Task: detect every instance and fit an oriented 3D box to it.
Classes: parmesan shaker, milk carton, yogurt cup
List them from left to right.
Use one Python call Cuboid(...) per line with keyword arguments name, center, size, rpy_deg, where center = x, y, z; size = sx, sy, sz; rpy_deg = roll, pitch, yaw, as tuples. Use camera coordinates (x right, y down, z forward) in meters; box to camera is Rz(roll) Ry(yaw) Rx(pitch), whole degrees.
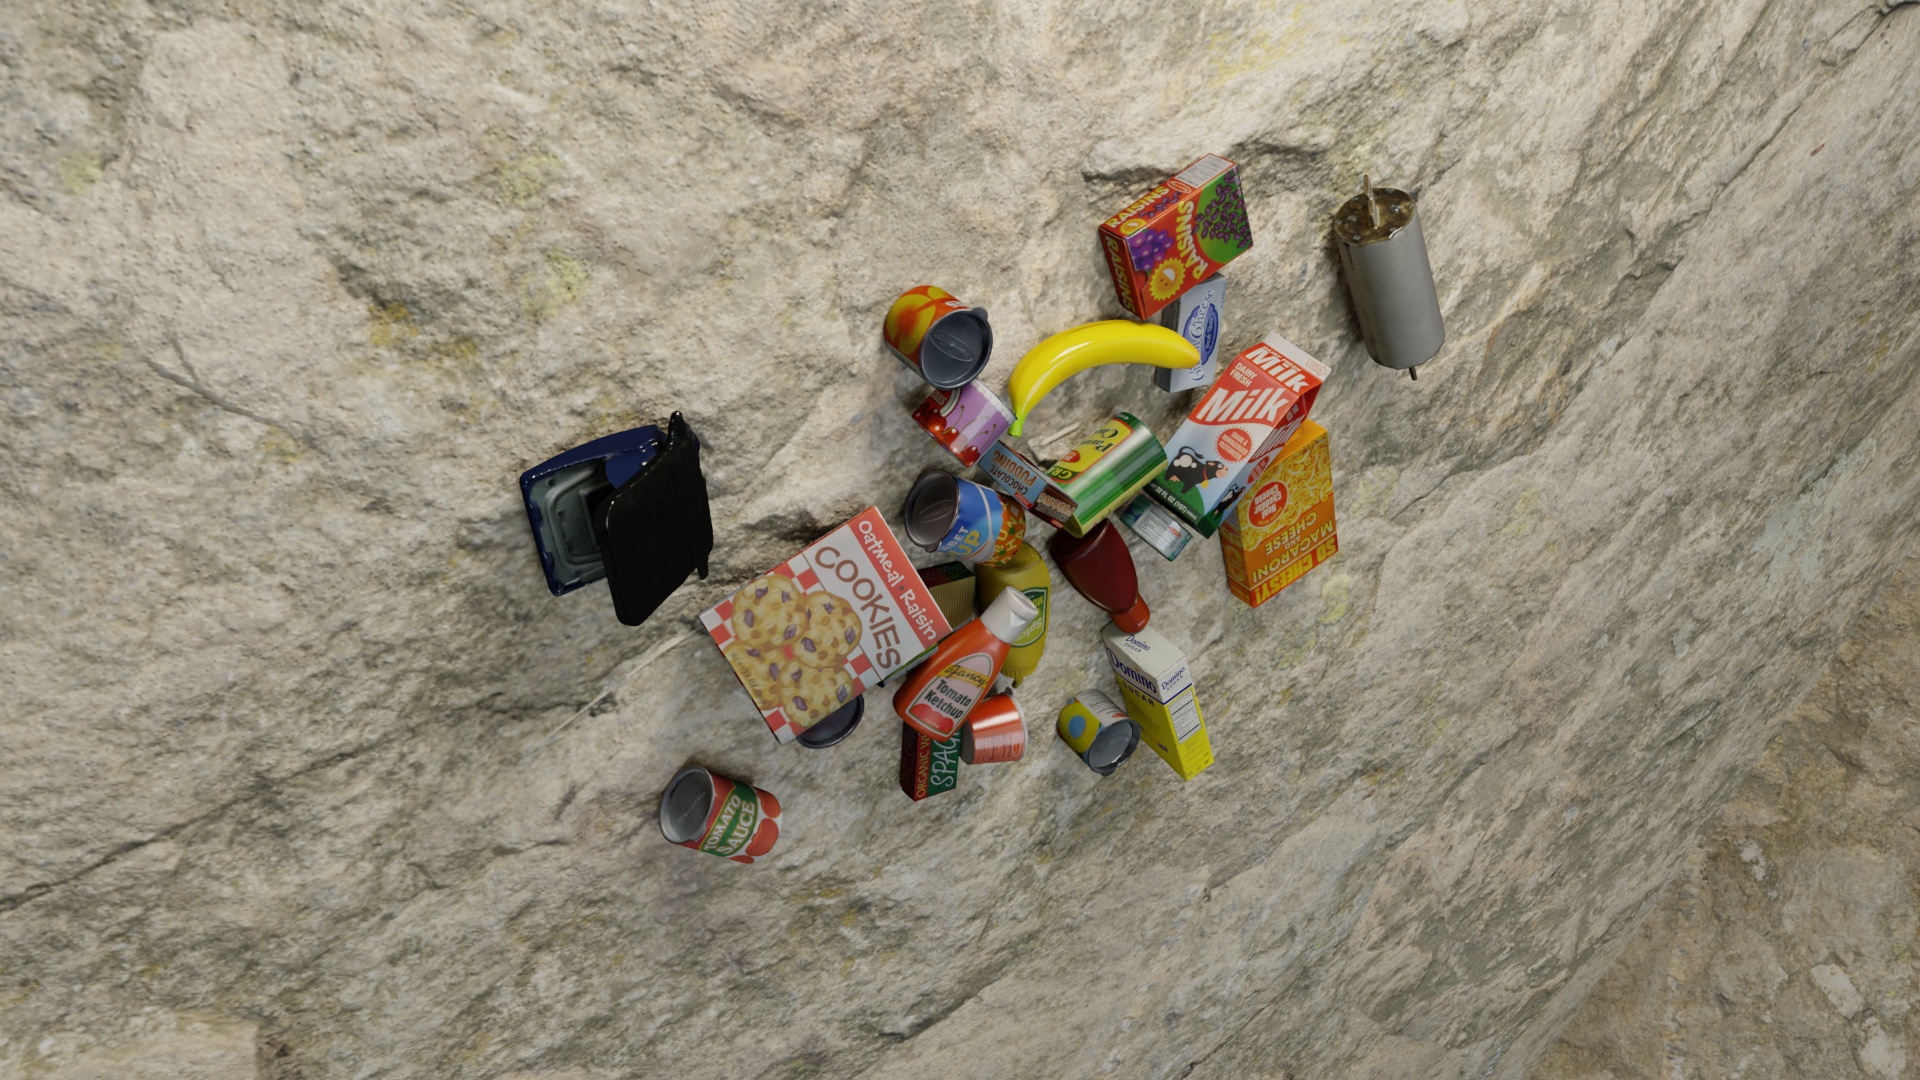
Cuboid(name="yogurt cup", center=(0.026, 0.182, 1.323), size=(0.054, 0.072, 0.072), rpy_deg=(-9, 123, -22))
Cuboid(name="parmesan shaker", center=(0.124, -0.059, 1.238), size=(0.103, 0.071, 0.071), rpy_deg=(-39, 134, -11))
Cuboid(name="milk carton", center=(0.256, -0.101, 1.286), size=(0.190, 0.072, 0.073), rpy_deg=(-52, 158, 3))

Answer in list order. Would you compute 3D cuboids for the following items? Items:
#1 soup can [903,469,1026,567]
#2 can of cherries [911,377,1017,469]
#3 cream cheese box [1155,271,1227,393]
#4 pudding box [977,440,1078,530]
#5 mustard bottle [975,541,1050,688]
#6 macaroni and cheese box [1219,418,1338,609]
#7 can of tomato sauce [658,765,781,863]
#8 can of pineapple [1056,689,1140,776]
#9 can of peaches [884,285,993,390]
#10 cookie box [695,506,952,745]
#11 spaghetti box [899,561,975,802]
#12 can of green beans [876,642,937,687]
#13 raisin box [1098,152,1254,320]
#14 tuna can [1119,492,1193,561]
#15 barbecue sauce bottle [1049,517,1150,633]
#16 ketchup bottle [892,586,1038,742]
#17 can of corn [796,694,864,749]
Cuboid(name="soup can", center=(0.004, -0.015, 1.173), size=(0.084, 0.071, 0.071), rpy_deg=(18, 106, -42))
Cuboid(name="can of cherries", center=(0.001, -0.101, 1.118), size=(0.058, 0.072, 0.071), rpy_deg=(-47, 135, 0))
Cuboid(name="cream cheese box", center=(0.206, -0.186, 1.242), size=(0.053, 0.024, 0.103), rpy_deg=(-17, 126, -26))
Cuboid(name="pudding box", center=(0.057, -0.048, 1.181), size=(0.049, 0.084, 0.030), rpy_deg=(28, 102, -44))
Cuboid(name="mustard bottle", center=(0.051, 0.078, 1.283), size=(0.065, 0.049, 0.159), rpy_deg=(-20, 128, -19))
Cuboid(name="macaroni and cheese box", center=(0.324, -0.027, 1.422), size=(0.124, 0.040, 0.165), rpy_deg=(-32, 132, -16))
Cuboid(name="can of tomato sauce", center=(-0.203, 0.236, 1.183), size=(0.083, 0.071, 0.071), rpy_deg=(32, 97, -45))
Cuboid(name="can of pineapple", center=(0.139, 0.196, 1.419), size=(0.071, 0.058, 0.070), rpy_deg=(-18, 127, -26))
Cuboid(name="can of peaches", center=(-0.016, -0.159, 1.072), size=(0.071, 0.058, 0.071), rpy_deg=(-18, 127, -26))
Cuboid(name="cookie box", center=(-0.108, 0.067, 1.123), size=(0.168, 0.040, 0.123), rpy_deg=(-33, 97, -15))
Cuboid(name="spaghetti box", center=(-0.022, 0.135, 1.280), size=(0.050, 0.029, 0.248), rpy_deg=(-14, 125, -28))
Cuboid(name="can of green beans", center=(-0.061, 0.083, 1.191), size=(0.058, 0.071, 0.071), rpy_deg=(-32, 132, -16))
Cuboid(name="raisin box", center=(0.183, -0.255, 1.169), size=(0.123, 0.040, 0.085), rpy_deg=(-35, 134, -12))
Cuboid(name="tuna can", center=(0.184, -0.012, 1.313), size=(0.033, 0.071, 0.071), rpy_deg=(-50, 135, 4))
Cuboid(name="barbecue sauce bottle", center=(0.140, 0.036, 1.325), size=(0.065, 0.044, 0.148), rpy_deg=(-43, 135, -5))
Cuboid(name="ketchup bottle", center=(0.008, 0.106, 1.222), size=(0.064, 0.044, 0.148), rpy_deg=(35, 102, -23))
Cuboid(name="can of corn", center=(-0.125, 0.133, 1.181), size=(0.071, 0.058, 0.070), rpy_deg=(-19, 128, -26))
